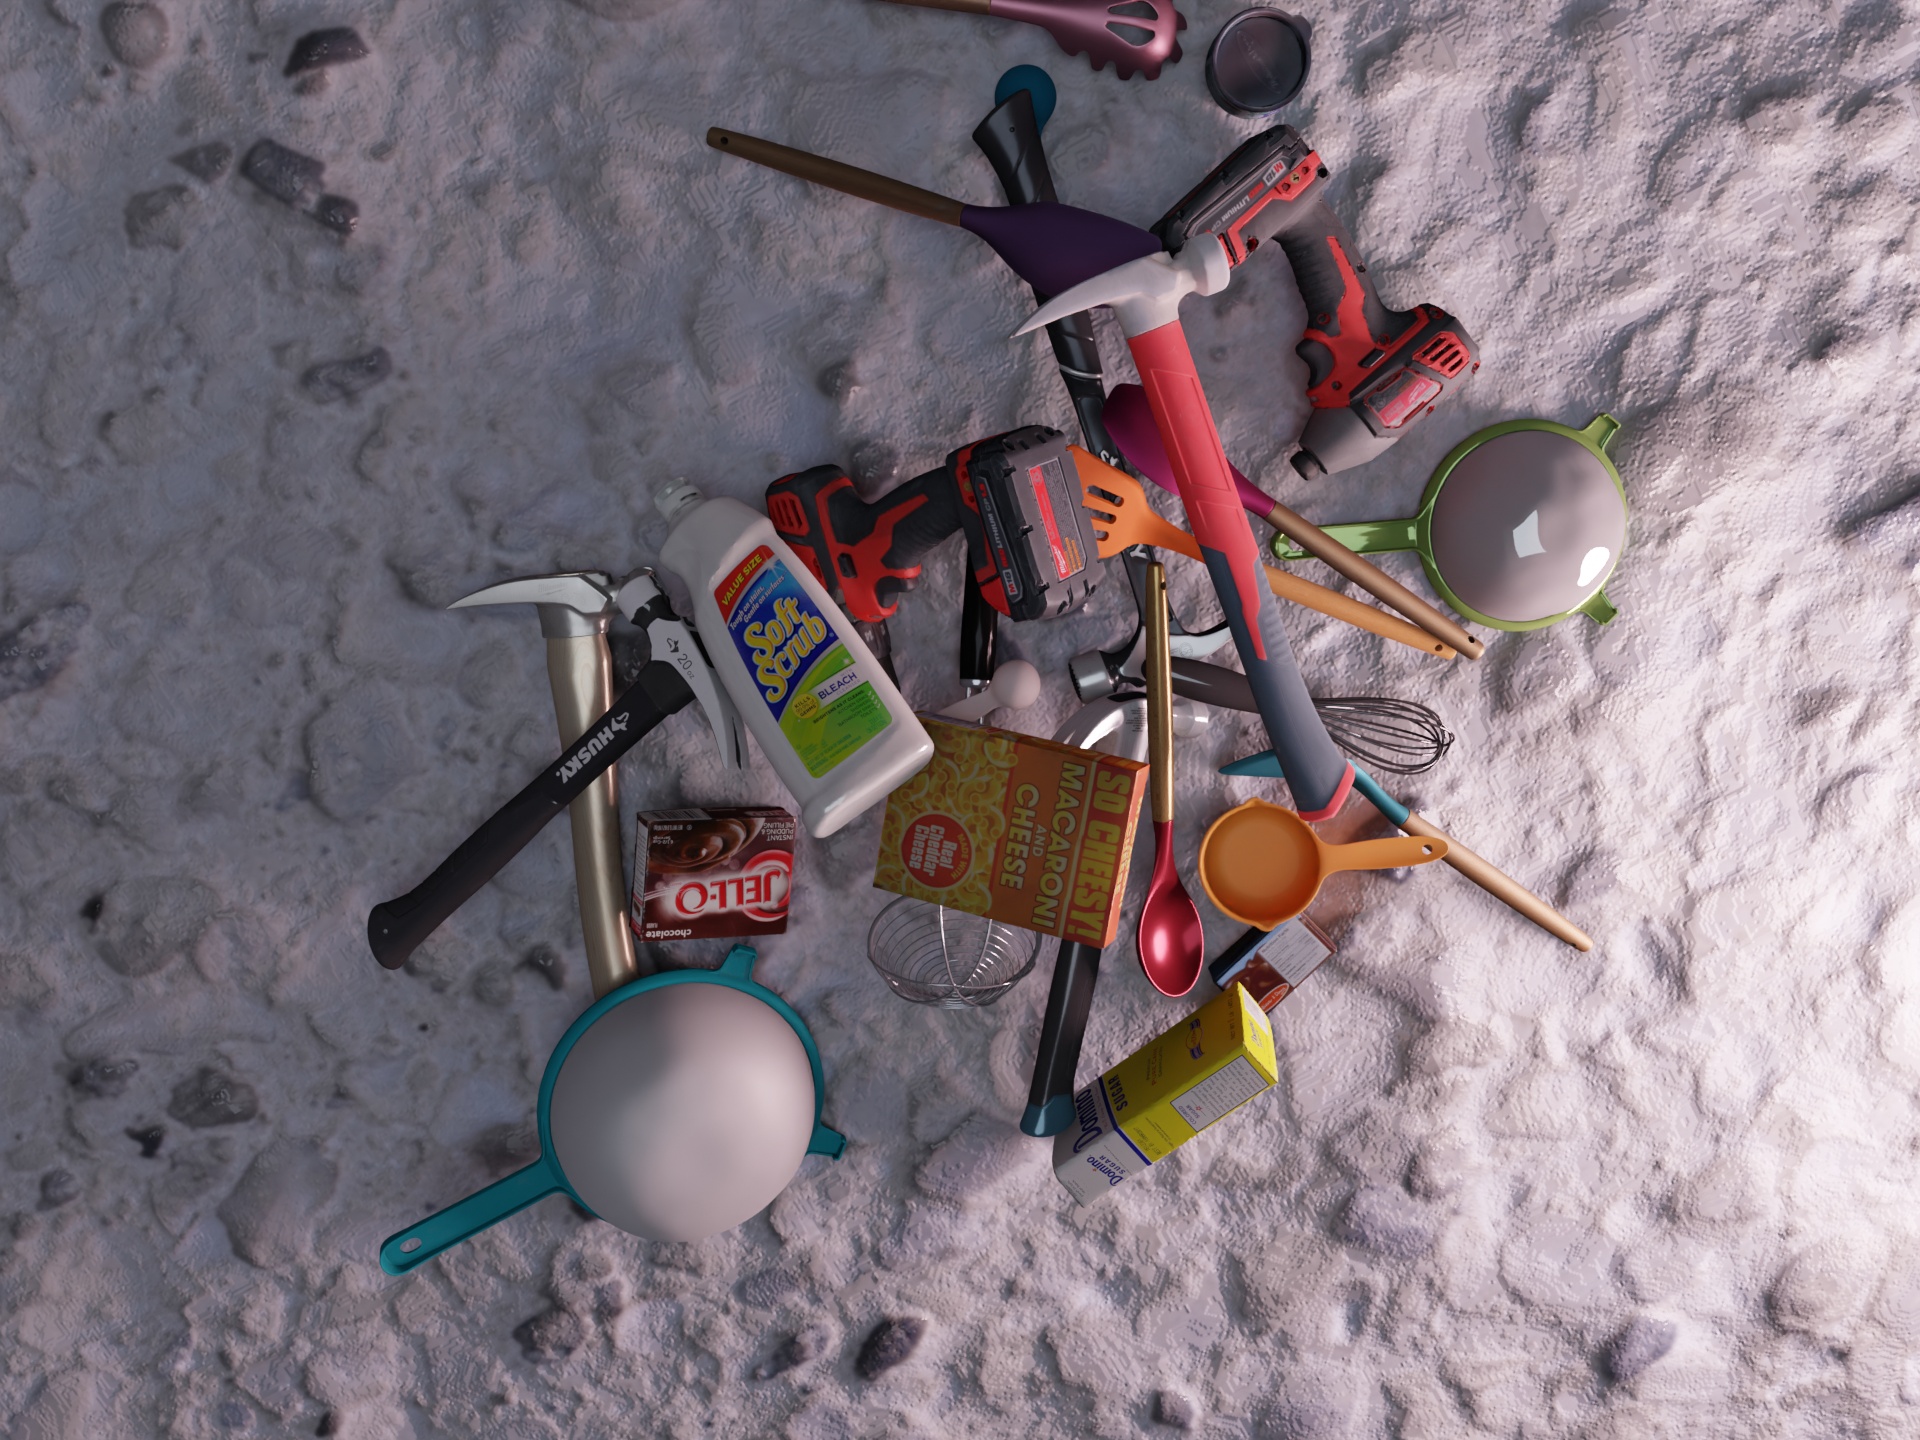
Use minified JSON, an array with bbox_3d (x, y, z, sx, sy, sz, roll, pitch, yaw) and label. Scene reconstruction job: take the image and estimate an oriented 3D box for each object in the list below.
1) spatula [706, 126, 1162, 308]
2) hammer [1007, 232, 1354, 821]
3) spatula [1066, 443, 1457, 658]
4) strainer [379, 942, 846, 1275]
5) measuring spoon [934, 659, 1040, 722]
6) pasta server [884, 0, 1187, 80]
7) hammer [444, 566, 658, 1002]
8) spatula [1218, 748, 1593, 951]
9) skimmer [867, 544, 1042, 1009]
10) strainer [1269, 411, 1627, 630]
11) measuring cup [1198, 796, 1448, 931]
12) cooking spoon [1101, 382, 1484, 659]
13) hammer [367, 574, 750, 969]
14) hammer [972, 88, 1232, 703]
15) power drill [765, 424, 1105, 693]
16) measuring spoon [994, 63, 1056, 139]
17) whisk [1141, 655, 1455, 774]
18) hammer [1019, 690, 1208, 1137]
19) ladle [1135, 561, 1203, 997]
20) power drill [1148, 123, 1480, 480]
[{"bbox_3d":[-0.023,-0.337,1.046,0.316,0.018,0.059,21,111,8],"label":"spatula"},{"bbox_3d":[0.161,-0.106,1.037,0.143,0.038,0.386,-22,102,-3],"label":"hammer"},{"bbox_3d":[0.199,-0.099,1.087,0.322,0.041,0.081,20,110,-10],"label":"spatula"},{"bbox_3d":[-0.250,0.319,1.128,0.340,0.095,0.211,-26,109,-11],"label":"strainer"},{"bbox_3d":[-0.002,-0.004,1.097,0.124,0.018,0.034,-29,82,14],"label":"measuring spoon"},{"bbox_3d":[-0.006,-0.476,1.051,0.316,0.040,0.060,9,101,1],"label":"pasta server"},{"bbox_3d":[-0.272,0.097,1.155,0.146,0.038,0.410,-4,102,1],"label":"hammer"},{"bbox_3d":[0.337,0.094,1.162,0.317,0.082,0.044,33,67,-11],"label":"spatula"},{"bbox_3d":[0.003,0.033,1.152,0.127,0.090,0.363,3,91,-6],"label":"skimmer"},{"bbox_3d":[0.348,-0.129,1.105,0.256,0.069,0.151,-5,102,-2],"label":"strainer"},{"bbox_3d":[0.258,0.098,1.143,0.173,0.052,0.095,-6,87,9],"label":"measuring cup"},{"bbox_3d":[0.230,-0.130,1.079,0.318,0.017,0.069,32,59,-11],"label":"cooking spoon"},{"bbox_3d":[-0.289,0.062,1.097,0.334,0.035,0.146,-41,76,13],"label":"hammer"},{"bbox_3d":[0.094,-0.221,1.089,0.149,0.036,0.408,-18,104,1],"label":"hammer"},{"bbox_3d":[-0.021,-0.092,1.058,0.227,0.080,0.188,-8,104,38],"label":"power drill"},{"bbox_3d":[0.049,-0.376,1.071,0.042,0.021,0.128,-7,100,0],"label":"measuring spoon"},{"bbox_3d":[0.239,-0.009,1.128,0.239,0.055,0.055,15,101,-10],"label":"whisk"},{"bbox_3d":[0.092,0.141,1.139,0.128,0.033,0.331,4,102,-35],"label":"hammer"},{"bbox_3d":[0.140,0.045,1.106,0.069,0.031,0.315,-20,114,-42],"label":"ladle"},{"bbox_3d":[0.232,-0.275,1.072,0.143,0.079,0.219,-42,102,7],"label":"power drill"}]
